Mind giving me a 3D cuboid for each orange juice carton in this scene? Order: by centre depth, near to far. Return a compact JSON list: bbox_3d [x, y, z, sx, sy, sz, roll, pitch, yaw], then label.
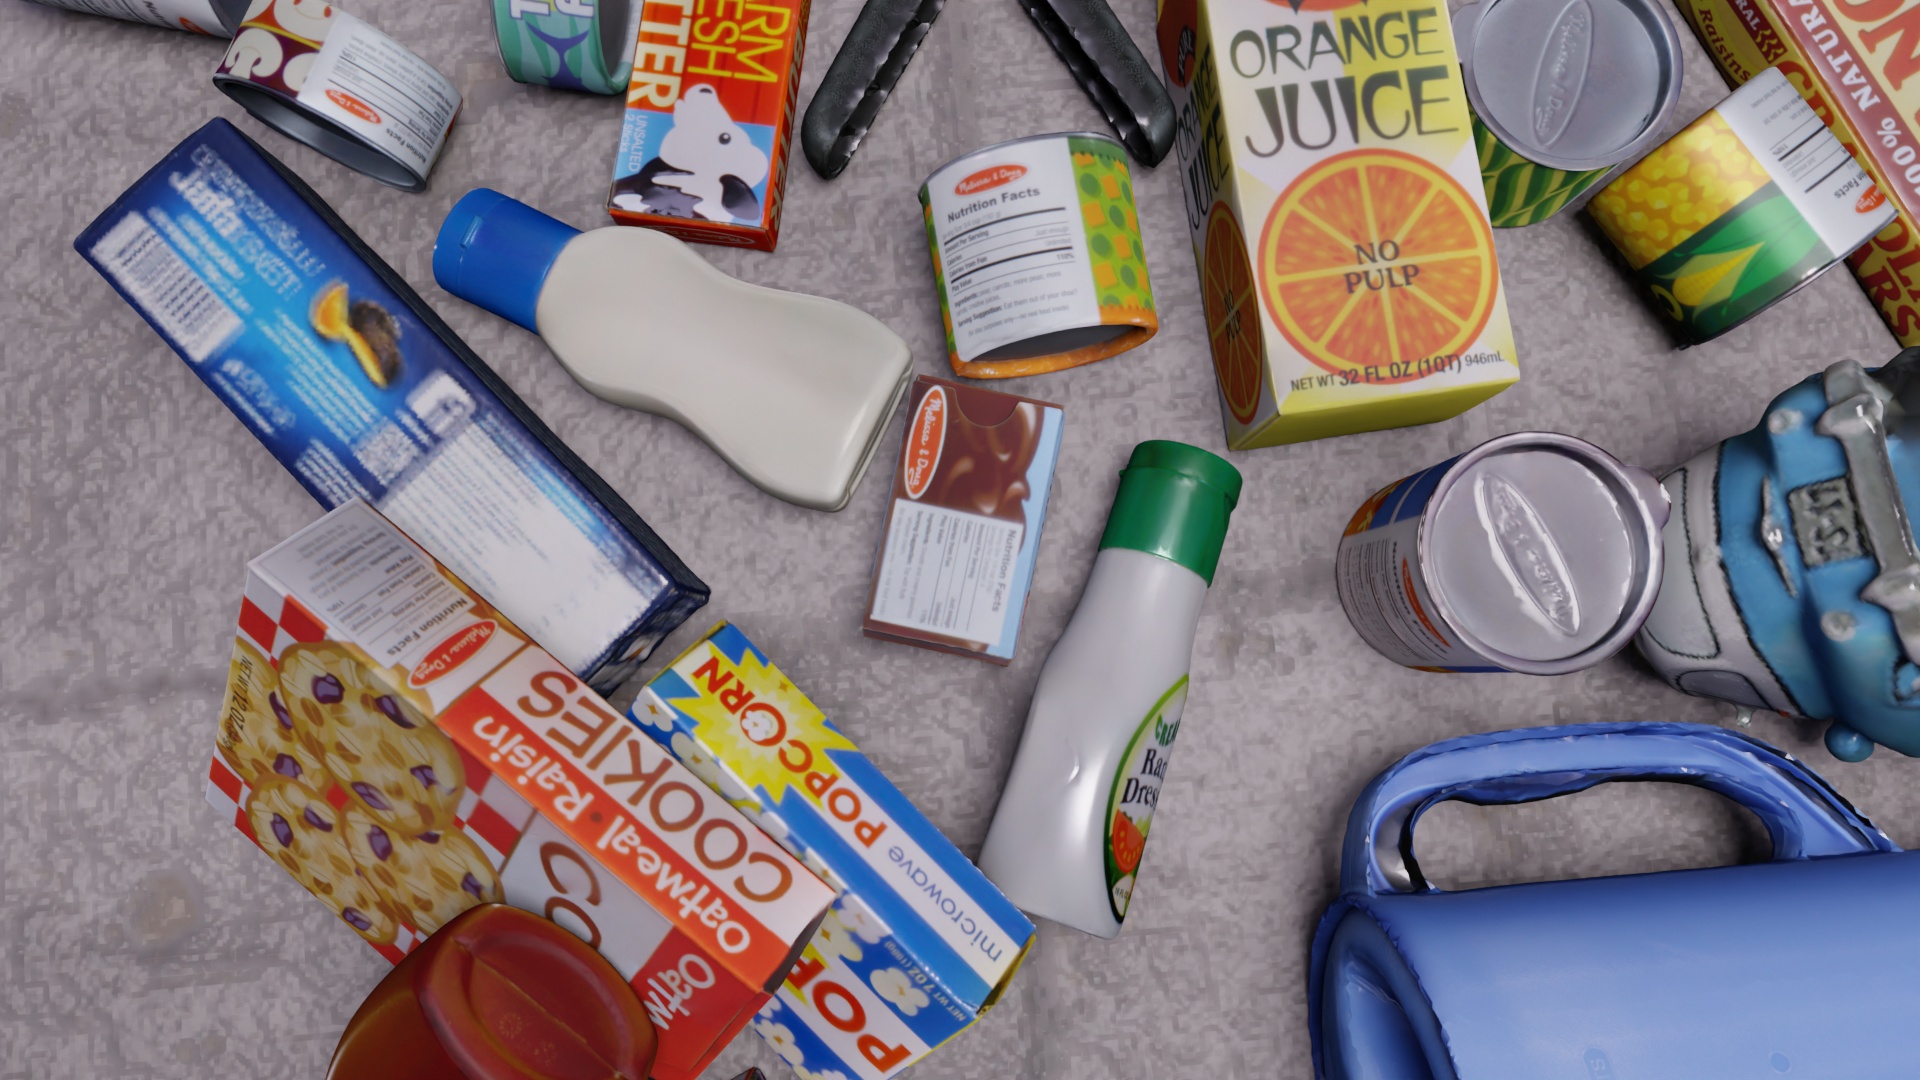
[{"bbox_3d":[0.109,-0.130,0.432,0.072,0.073,0.193,-8,84,-1],"label":"orange juice carton"}]

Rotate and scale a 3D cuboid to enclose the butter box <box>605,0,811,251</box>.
[{"bbox_3d":[-0.080,-0.150,0.457,0.053,0.024,0.103,8,84,1],"label":"butter box"}]

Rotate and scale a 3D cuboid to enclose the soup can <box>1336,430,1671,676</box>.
[{"bbox_3d":[0.158,0.006,0.413,0.071,0.083,0.071,0,85,-1],"label":"soup can"}]

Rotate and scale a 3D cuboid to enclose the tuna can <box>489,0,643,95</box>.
[{"bbox_3d":[-0.122,-0.176,0.437,0.033,0.071,0.071,8,84,-1],"label":"tuna can"}]

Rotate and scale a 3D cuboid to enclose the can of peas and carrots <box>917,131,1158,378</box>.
[{"bbox_3d":[0.025,-0.086,0.433,0.071,0.071,0.059,-10,85,-1],"label":"can of peas and carrots"}]

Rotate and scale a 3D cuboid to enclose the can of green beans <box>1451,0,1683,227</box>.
[{"bbox_3d":[0.182,-0.140,0.441,0.071,0.058,0.071,0,84,0],"label":"can of green beans"}]

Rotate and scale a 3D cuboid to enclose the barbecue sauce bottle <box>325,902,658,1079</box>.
[{"bbox_3d":[-0.141,0.149,0.374,0.065,0.044,0.148,43,129,-9],"label":"barbecue sauce bottle"}]

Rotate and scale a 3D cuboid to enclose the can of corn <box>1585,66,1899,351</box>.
[{"bbox_3d":[0.240,-0.103,0.436,0.071,0.071,0.058,-35,85,-4],"label":"can of corn"}]

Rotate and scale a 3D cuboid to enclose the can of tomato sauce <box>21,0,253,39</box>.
[{"bbox_3d":[-0.262,-0.201,0.440,0.083,0.071,0.071,11,84,2],"label":"can of tomato sauce"}]

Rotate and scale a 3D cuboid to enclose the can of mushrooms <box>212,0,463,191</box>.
[{"bbox_3d":[-0.195,-0.141,0.436,0.071,0.071,0.033,23,85,2],"label":"can of mushrooms"}]

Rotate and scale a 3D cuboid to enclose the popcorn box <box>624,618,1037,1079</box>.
[{"bbox_3d":[-0.051,0.096,0.402,0.127,0.084,0.038,45,42,4],"label":"popcorn box"}]

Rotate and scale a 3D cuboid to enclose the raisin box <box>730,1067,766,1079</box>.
[{"bbox_3d":[-0.059,0.204,0.370,0.040,0.123,0.086,-27,85,-2],"label":"raisin box"}]

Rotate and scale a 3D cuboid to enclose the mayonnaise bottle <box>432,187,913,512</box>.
[{"bbox_3d":[-0.092,-0.066,0.441,0.148,0.041,0.065,26,83,3],"label":"mayonnaise bottle"}]

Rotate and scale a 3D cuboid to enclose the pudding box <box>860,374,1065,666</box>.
[{"bbox_3d":[0.002,-0.006,0.440,0.050,0.030,0.084,11,84,2],"label":"pudding box"}]

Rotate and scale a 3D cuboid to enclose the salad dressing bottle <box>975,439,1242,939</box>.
[{"bbox_3d":[0.048,0.042,0.422,0.044,0.064,0.148,13,75,23],"label":"salad dressing bottle"}]

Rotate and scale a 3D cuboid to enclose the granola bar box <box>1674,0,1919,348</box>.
[{"bbox_3d":[0.325,-0.166,0.455,0.124,0.039,0.165,-30,85,-3],"label":"granola bar box"}]

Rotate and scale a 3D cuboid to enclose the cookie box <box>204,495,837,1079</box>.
[{"bbox_3d":[-0.130,0.086,0.387,0.167,0.122,0.040,39,41,3],"label":"cookie box"}]
